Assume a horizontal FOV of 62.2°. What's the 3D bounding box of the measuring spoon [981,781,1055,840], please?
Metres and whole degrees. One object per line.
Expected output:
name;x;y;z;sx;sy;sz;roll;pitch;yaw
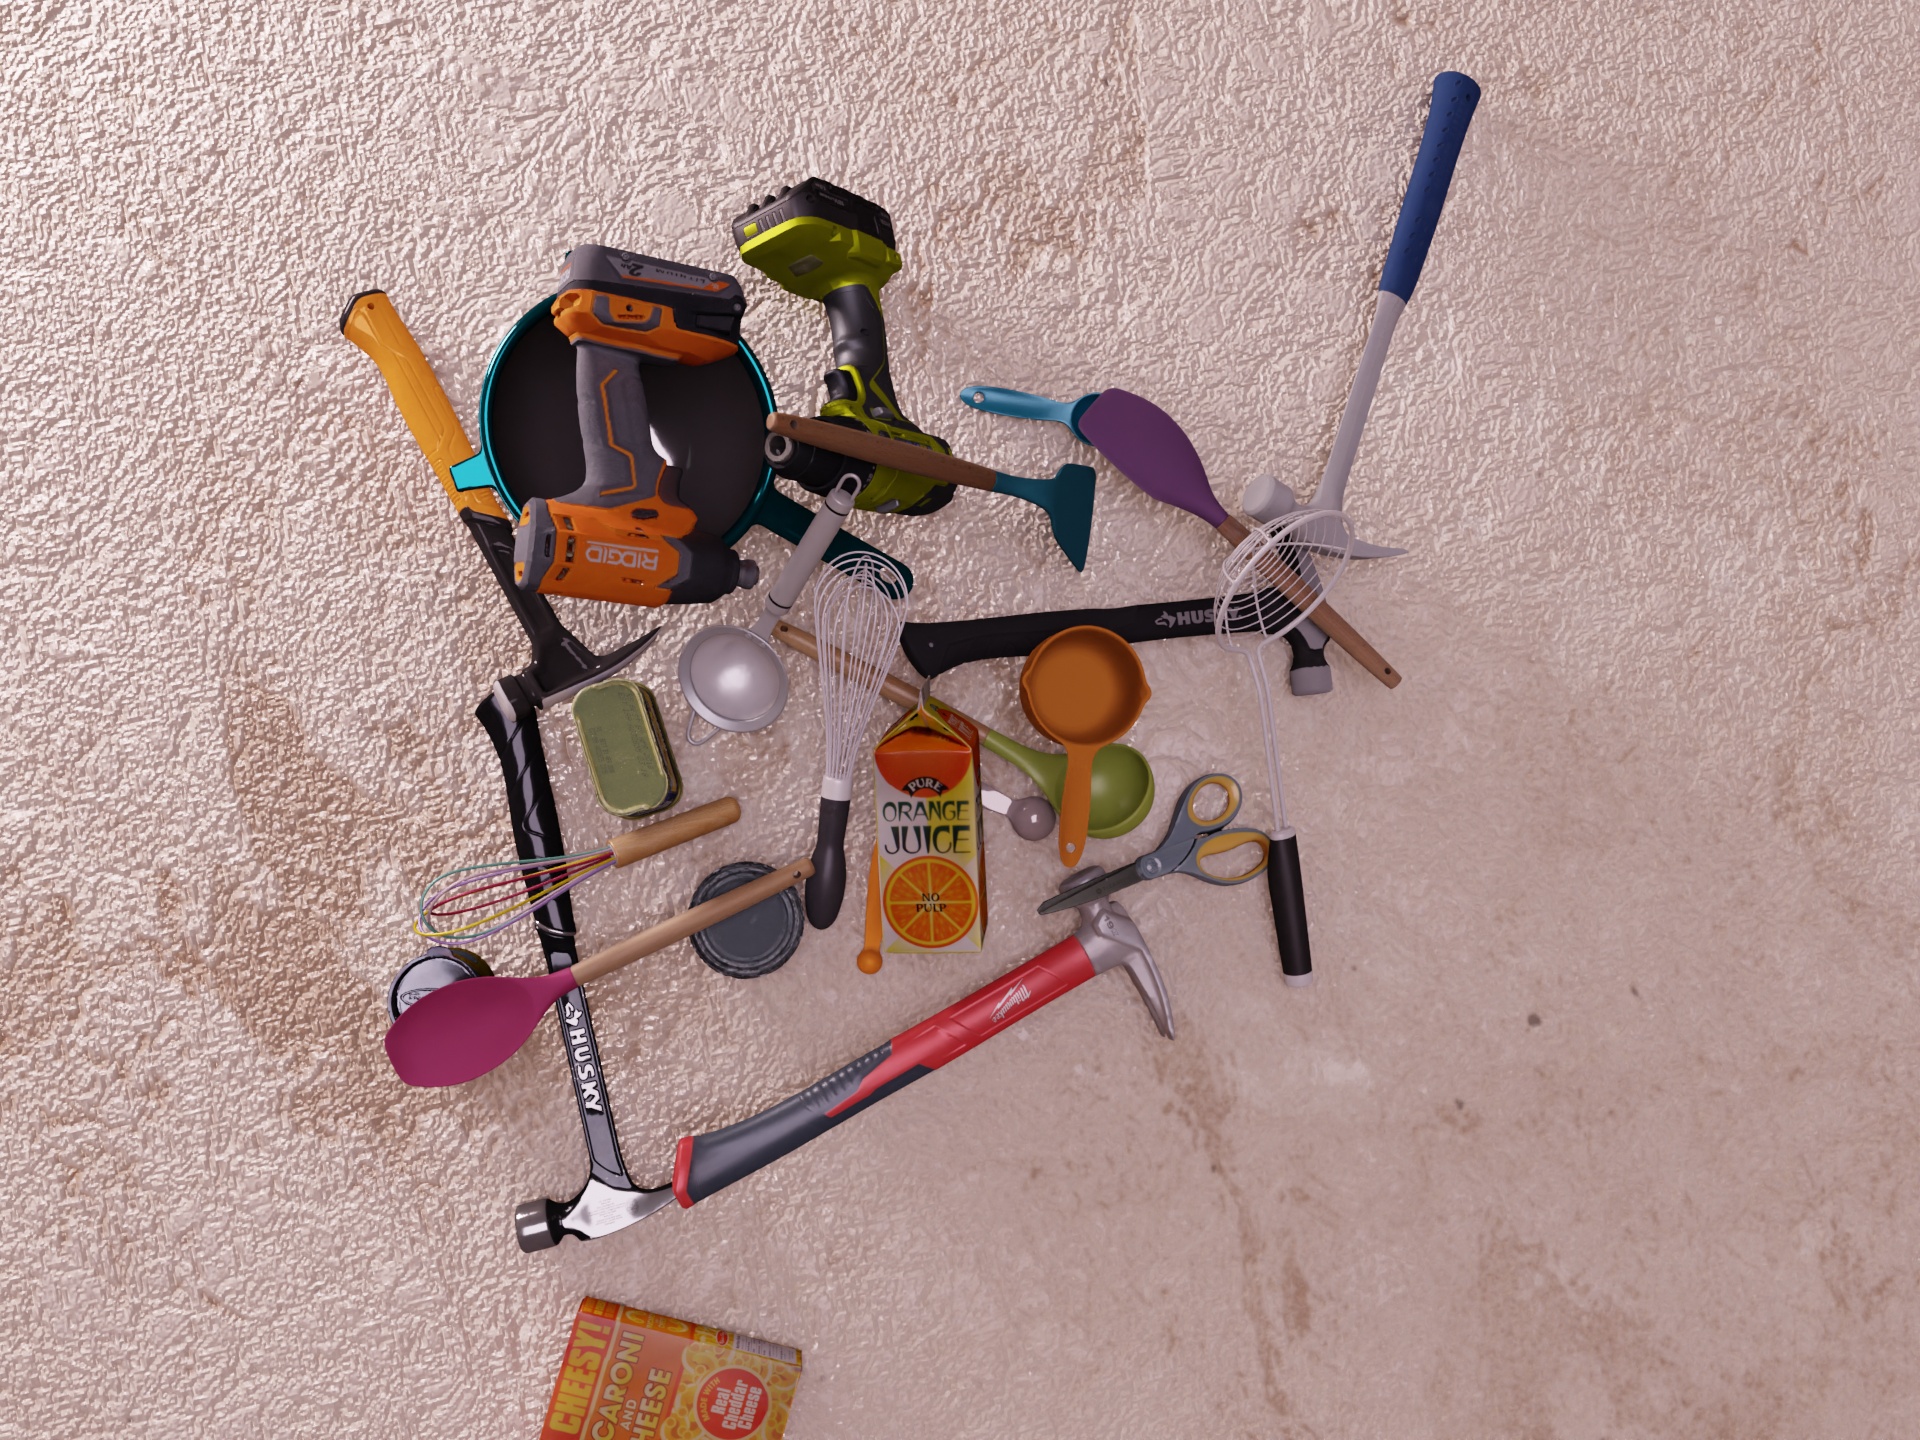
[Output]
measuring spoon;0.016;0.056;1.209;0.124;0.018;0.034;24;85;-3

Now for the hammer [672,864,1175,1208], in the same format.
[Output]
hammer;-0.029;0.259;1.166;0.386;0.038;0.143;-28;91;-12

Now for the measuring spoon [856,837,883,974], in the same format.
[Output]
measuring spoon;-0.061;0.134;1.200;0.021;0.011;0.117;9;86;-5

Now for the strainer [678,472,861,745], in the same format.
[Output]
strainer;-0.132;-0.079;1.142;0.087;0.050;0.258;35;125;-3

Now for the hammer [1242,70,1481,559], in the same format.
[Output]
hammer;0.338;-0.316;1.243;0.144;0.035;0.405;24;80;-27

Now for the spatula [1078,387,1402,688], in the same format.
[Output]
spatula;0.218;-0.135;1.203;0.316;0.018;0.060;43;79;-5

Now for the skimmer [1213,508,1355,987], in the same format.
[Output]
skimmer;0.251;0.028;1.168;0.127;0.090;0.363;-16;103;-36

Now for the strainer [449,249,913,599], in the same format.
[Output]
strainer;-0.192;-0.176;1.175;0.340;0.095;0.211;29;79;-21

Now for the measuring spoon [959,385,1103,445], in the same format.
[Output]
measuring spoon;0.063;-0.240;1.236;0.128;0.021;0.042;12;86;4

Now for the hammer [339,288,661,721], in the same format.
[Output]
hammer;-0.352;-0.171;1.169;0.127;0.034;0.337;-29;86;-23

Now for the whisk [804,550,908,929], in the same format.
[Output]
whisk;-0.088;0.017;1.166;0.070;0.070;0.284;7;100;-6

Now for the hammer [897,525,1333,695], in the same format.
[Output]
hammer;0.118;-0.077;1.209;0.334;0.035;0.146;-6;87;-10

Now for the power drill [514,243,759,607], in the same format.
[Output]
power drill;-0.206;-0.189;1.076;0.164;0.084;0.226;7;91;-25

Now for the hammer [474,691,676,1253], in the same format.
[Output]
hammer;-0.287;0.170;1.164;0.149;0.036;0.409;-12;88;-8

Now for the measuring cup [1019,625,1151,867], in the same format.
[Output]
measuring cup;0.082;0.018;1.156;0.095;0.052;0.173;6;90;-10

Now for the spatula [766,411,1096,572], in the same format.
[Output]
spatula;-0.006;-0.172;1.123;0.317;0.044;0.082;9;87;-39

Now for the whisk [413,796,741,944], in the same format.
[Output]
whisk;-0.271;0.101;1.136;0.245;0.047;0.051;-21;87;-28

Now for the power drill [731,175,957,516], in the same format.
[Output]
power drill;-0.090;-0.261;1.141;0.080;0.190;0.228;-17;82;30

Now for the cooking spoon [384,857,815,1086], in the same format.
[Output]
cooking spoon;-0.249;0.170;1.127;0.319;0.017;0.068;-25;98;-12

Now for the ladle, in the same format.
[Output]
ladle;-0.002;-0.004;1.194;0.320;0.062;0.078;27;68;-1
